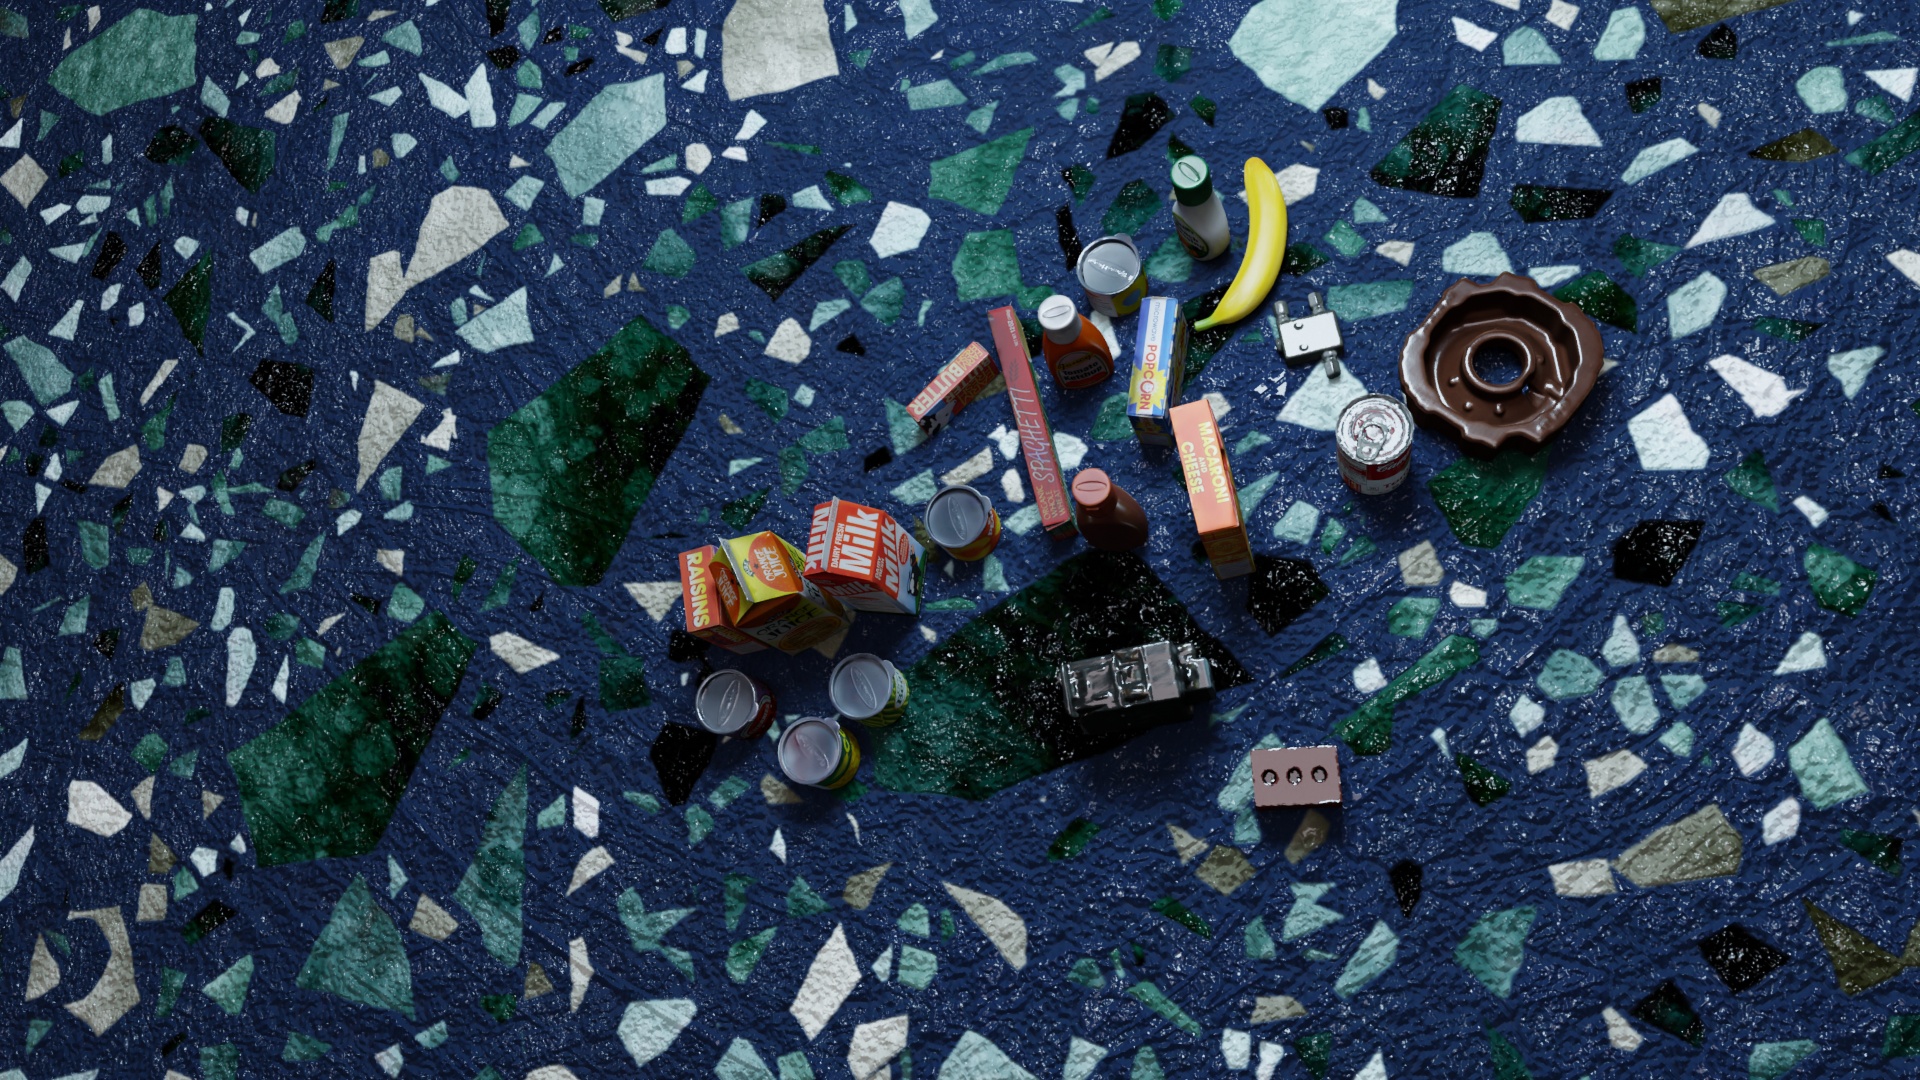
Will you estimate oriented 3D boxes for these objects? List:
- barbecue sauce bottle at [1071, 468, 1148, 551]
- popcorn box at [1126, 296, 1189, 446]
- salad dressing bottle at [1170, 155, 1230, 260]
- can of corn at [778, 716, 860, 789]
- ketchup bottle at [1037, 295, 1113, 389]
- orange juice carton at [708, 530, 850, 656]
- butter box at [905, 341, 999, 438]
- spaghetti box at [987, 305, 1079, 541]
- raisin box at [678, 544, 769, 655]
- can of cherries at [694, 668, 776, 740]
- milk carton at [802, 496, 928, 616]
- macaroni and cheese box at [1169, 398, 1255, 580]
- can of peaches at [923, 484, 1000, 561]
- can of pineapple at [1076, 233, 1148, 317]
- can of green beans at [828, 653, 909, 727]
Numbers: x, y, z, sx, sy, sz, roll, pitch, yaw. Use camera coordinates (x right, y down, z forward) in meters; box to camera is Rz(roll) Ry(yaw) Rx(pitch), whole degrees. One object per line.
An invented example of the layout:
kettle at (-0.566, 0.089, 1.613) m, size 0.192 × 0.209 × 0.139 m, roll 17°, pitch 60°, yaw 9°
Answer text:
barbecue sauce bottle at (0.138, -0.029, 1.322) m, size 0.065 × 0.148 × 0.044 m, roll -1°, pitch 74°, yaw 16°
popcorn box at (0.197, -0.167, 1.380) m, size 0.038 × 0.085 × 0.127 m, roll 5°, pitch 76°, yaw 17°
salad dressing bottle at (0.236, -0.331, 1.384) m, size 0.044 × 0.147 × 0.064 m, roll -41°, pitch 68°, yaw 2°
can of corn at (-0.137, 0.210, 1.379) m, size 0.071 × 0.058 × 0.071 m, roll -4°, pitch 73°, yaw 15°
ketchup bottle at (0.110, -0.197, 1.380) m, size 0.064 × 0.148 × 0.043 m, roll -16°, pitch 71°, yaw 11°
orange juice carton at (-0.183, 0.051, 1.367) m, size 0.073 × 0.192 × 0.072 m, roll -29°, pitch 69°, yaw 7°
butter box at (-0.008, -0.158, 1.454) m, size 0.103 × 0.053 × 0.024 m, roll -45°, pitch 68°, yaw 0°
spaghetti box at (0.074, -0.121, 1.421) m, size 0.028 × 0.050 × 0.251 m, roll -18°, pitch 70°, yaw 11°
raisin box at (-0.239, 0.063, 1.417) m, size 0.040 × 0.123 × 0.086 m, roll -14°, pitch 71°, yaw 12°
can of cherries at (-0.226, 0.170, 1.417) m, size 0.071 × 0.058 × 0.071 m, roll -4°, pitch 73°, yaw 15°
milk carton at (-0.096, 0.017, 1.353) m, size 0.073 × 0.190 × 0.072 m, roll 3°, pitch 76°, yaw 17°
macaroni and cheese box at (0.236, -0.044, 1.289) m, size 0.040 × 0.166 × 0.124 m, roll -14°, pitch 71°, yaw 12°
can of peaches at (0.005, -0.018, 1.406) m, size 0.071 × 0.058 × 0.071 m, roll -4°, pitch 73°, yaw 15°
can of pineapple at (0.159, -0.273, 1.437) m, size 0.071 × 0.057 × 0.071 m, roll -4°, pitch 73°, yaw 15°
can of green beans at (-0.090, 0.150, 1.384) m, size 0.071 × 0.057 × 0.071 m, roll -4°, pitch 73°, yaw 15°
